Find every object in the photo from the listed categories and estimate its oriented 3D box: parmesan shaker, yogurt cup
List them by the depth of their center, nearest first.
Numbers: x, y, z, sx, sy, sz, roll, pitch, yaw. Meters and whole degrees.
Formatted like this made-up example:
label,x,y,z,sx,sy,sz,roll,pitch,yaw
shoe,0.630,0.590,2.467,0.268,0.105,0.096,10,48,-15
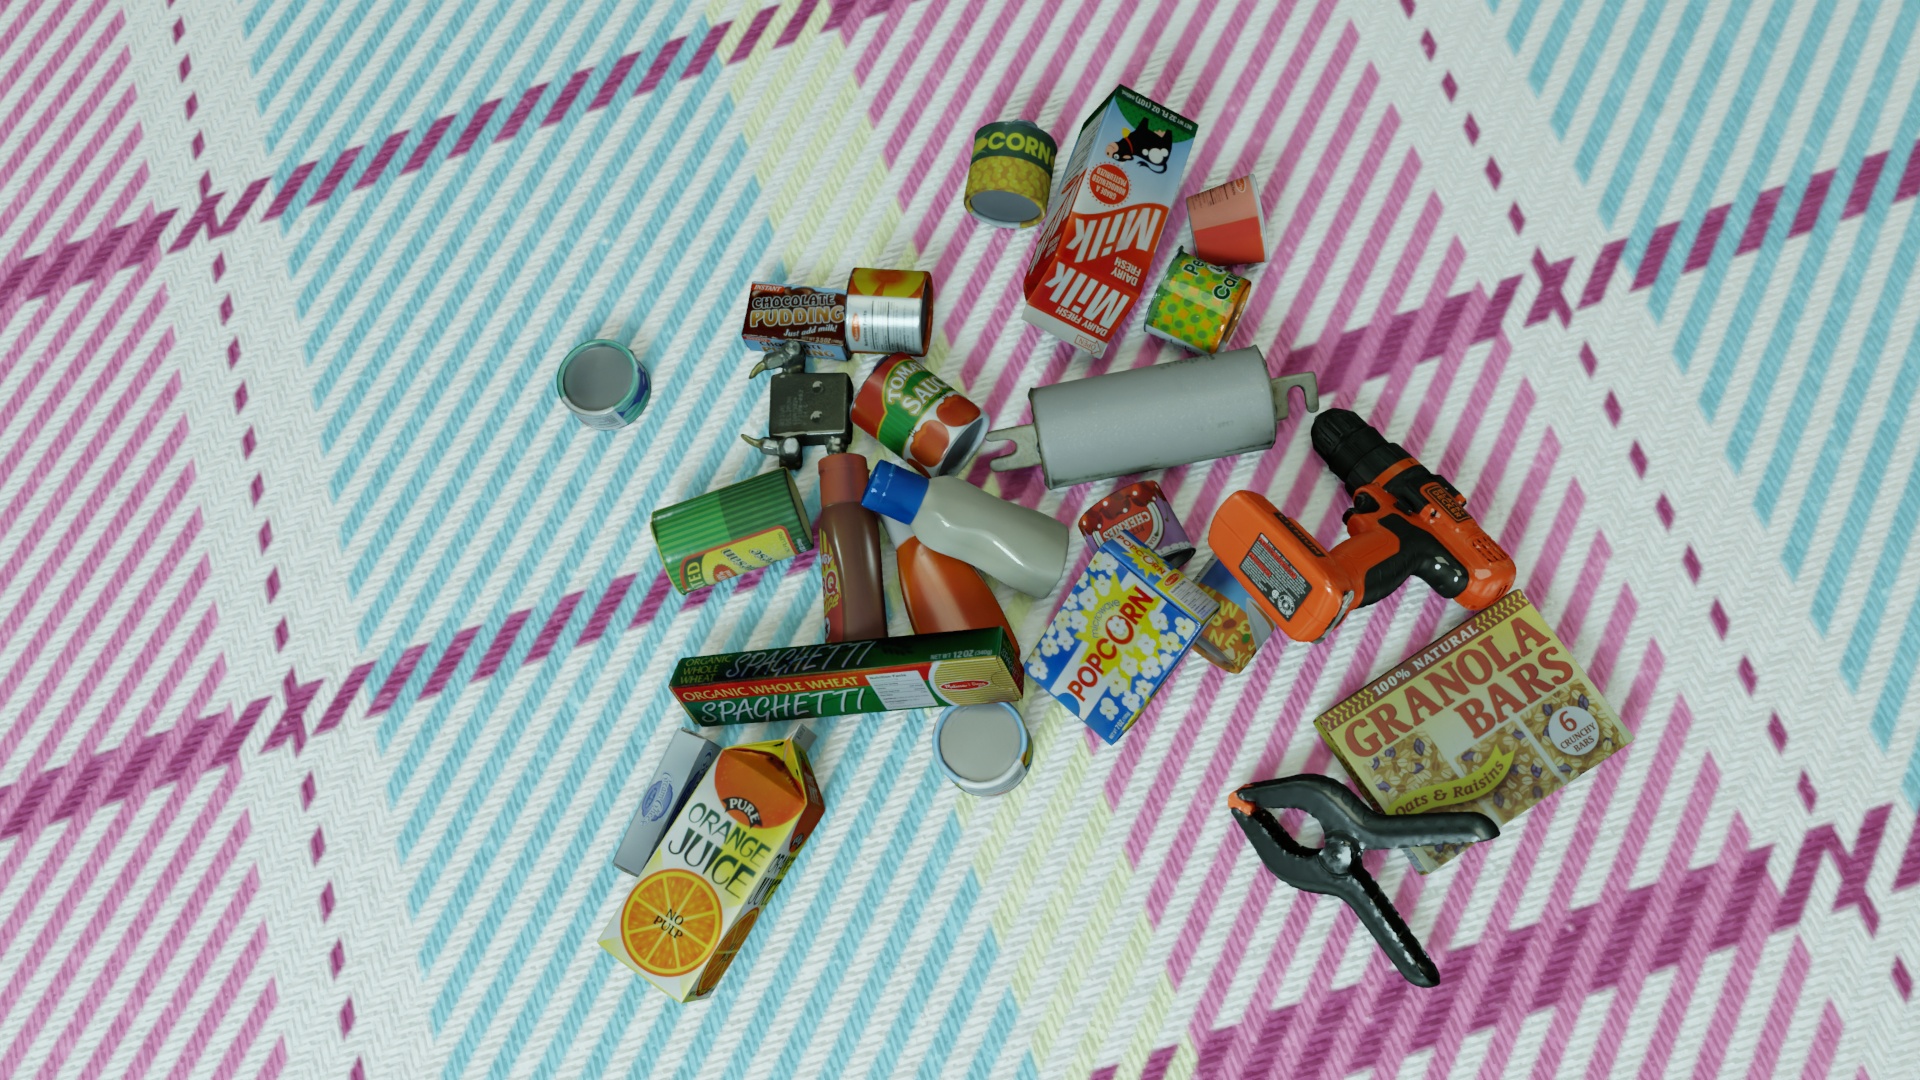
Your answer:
label,x,y,z,sx,sy,sz,roll,pitch,yaw
parmesan shaker,-0.166,-0.008,1.017,0.103,0.071,0.071,-19,73,0
yogurt cup,0.202,-0.239,1.054,0.054,0.072,0.072,-11,73,11

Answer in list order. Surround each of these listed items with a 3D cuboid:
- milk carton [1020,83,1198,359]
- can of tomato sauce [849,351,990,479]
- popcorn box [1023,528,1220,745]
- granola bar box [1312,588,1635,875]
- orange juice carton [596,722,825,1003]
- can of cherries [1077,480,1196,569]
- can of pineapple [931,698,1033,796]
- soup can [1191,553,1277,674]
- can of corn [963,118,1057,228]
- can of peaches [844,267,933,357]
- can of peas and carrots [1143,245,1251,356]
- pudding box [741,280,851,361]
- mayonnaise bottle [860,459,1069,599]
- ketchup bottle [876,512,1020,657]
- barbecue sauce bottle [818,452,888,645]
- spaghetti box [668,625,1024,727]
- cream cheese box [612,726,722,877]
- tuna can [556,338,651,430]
label,x,y,z,sx,sy,sz,roll,pitch,yaw
milk carton,0.107,-0.235,1.046,0.072,0.073,0.191,24,76,-13
can of tomato sauce,-0.029,-0.092,1.029,0.083,0.071,0.071,37,81,14
popcorn box,0.108,0.066,0.946,0.085,0.126,0.038,40,36,15
granola bar box,0.344,0.129,0.942,0.166,0.039,0.124,-32,74,-4
orange juice carton,-0.156,0.211,0.951,0.073,0.071,0.193,30,79,13
can of cherries,0.124,-0.003,0.986,0.071,0.071,0.058,-26,73,-2
can of pineapple,0.015,0.140,0.962,0.071,0.057,0.071,-2,74,6
soup can,0.195,0.043,0.968,0.071,0.071,0.084,37,81,14
can of corn,0.039,-0.284,1.079,0.071,0.071,0.058,8,76,8
can of peaches,-0.053,-0.175,1.060,0.058,0.071,0.071,4,74,7
can of peas and carrots,0.178,-0.176,1.033,0.059,0.071,0.071,27,78,12
pudding box,-0.124,-0.172,1.083,0.084,0.030,0.050,8,74,8
mayonnaise bottle,0.004,-0.012,0.986,0.148,0.041,0.065,23,41,-9
ketchup bottle,-0.015,0.032,1.004,0.065,0.043,0.149,-23,72,-11
barbecue sauce bottle,-0.080,0.012,1.003,0.044,0.064,0.149,-1,75,-19
spaghetti box,-0.081,0.095,0.955,0.250,0.050,0.029,-7,45,20
cream cheese box,-0.204,0.185,0.974,0.024,0.053,0.104,22,77,9
tuna can,-0.277,-0.124,1.083,0.071,0.032,0.071,-1,74,5
